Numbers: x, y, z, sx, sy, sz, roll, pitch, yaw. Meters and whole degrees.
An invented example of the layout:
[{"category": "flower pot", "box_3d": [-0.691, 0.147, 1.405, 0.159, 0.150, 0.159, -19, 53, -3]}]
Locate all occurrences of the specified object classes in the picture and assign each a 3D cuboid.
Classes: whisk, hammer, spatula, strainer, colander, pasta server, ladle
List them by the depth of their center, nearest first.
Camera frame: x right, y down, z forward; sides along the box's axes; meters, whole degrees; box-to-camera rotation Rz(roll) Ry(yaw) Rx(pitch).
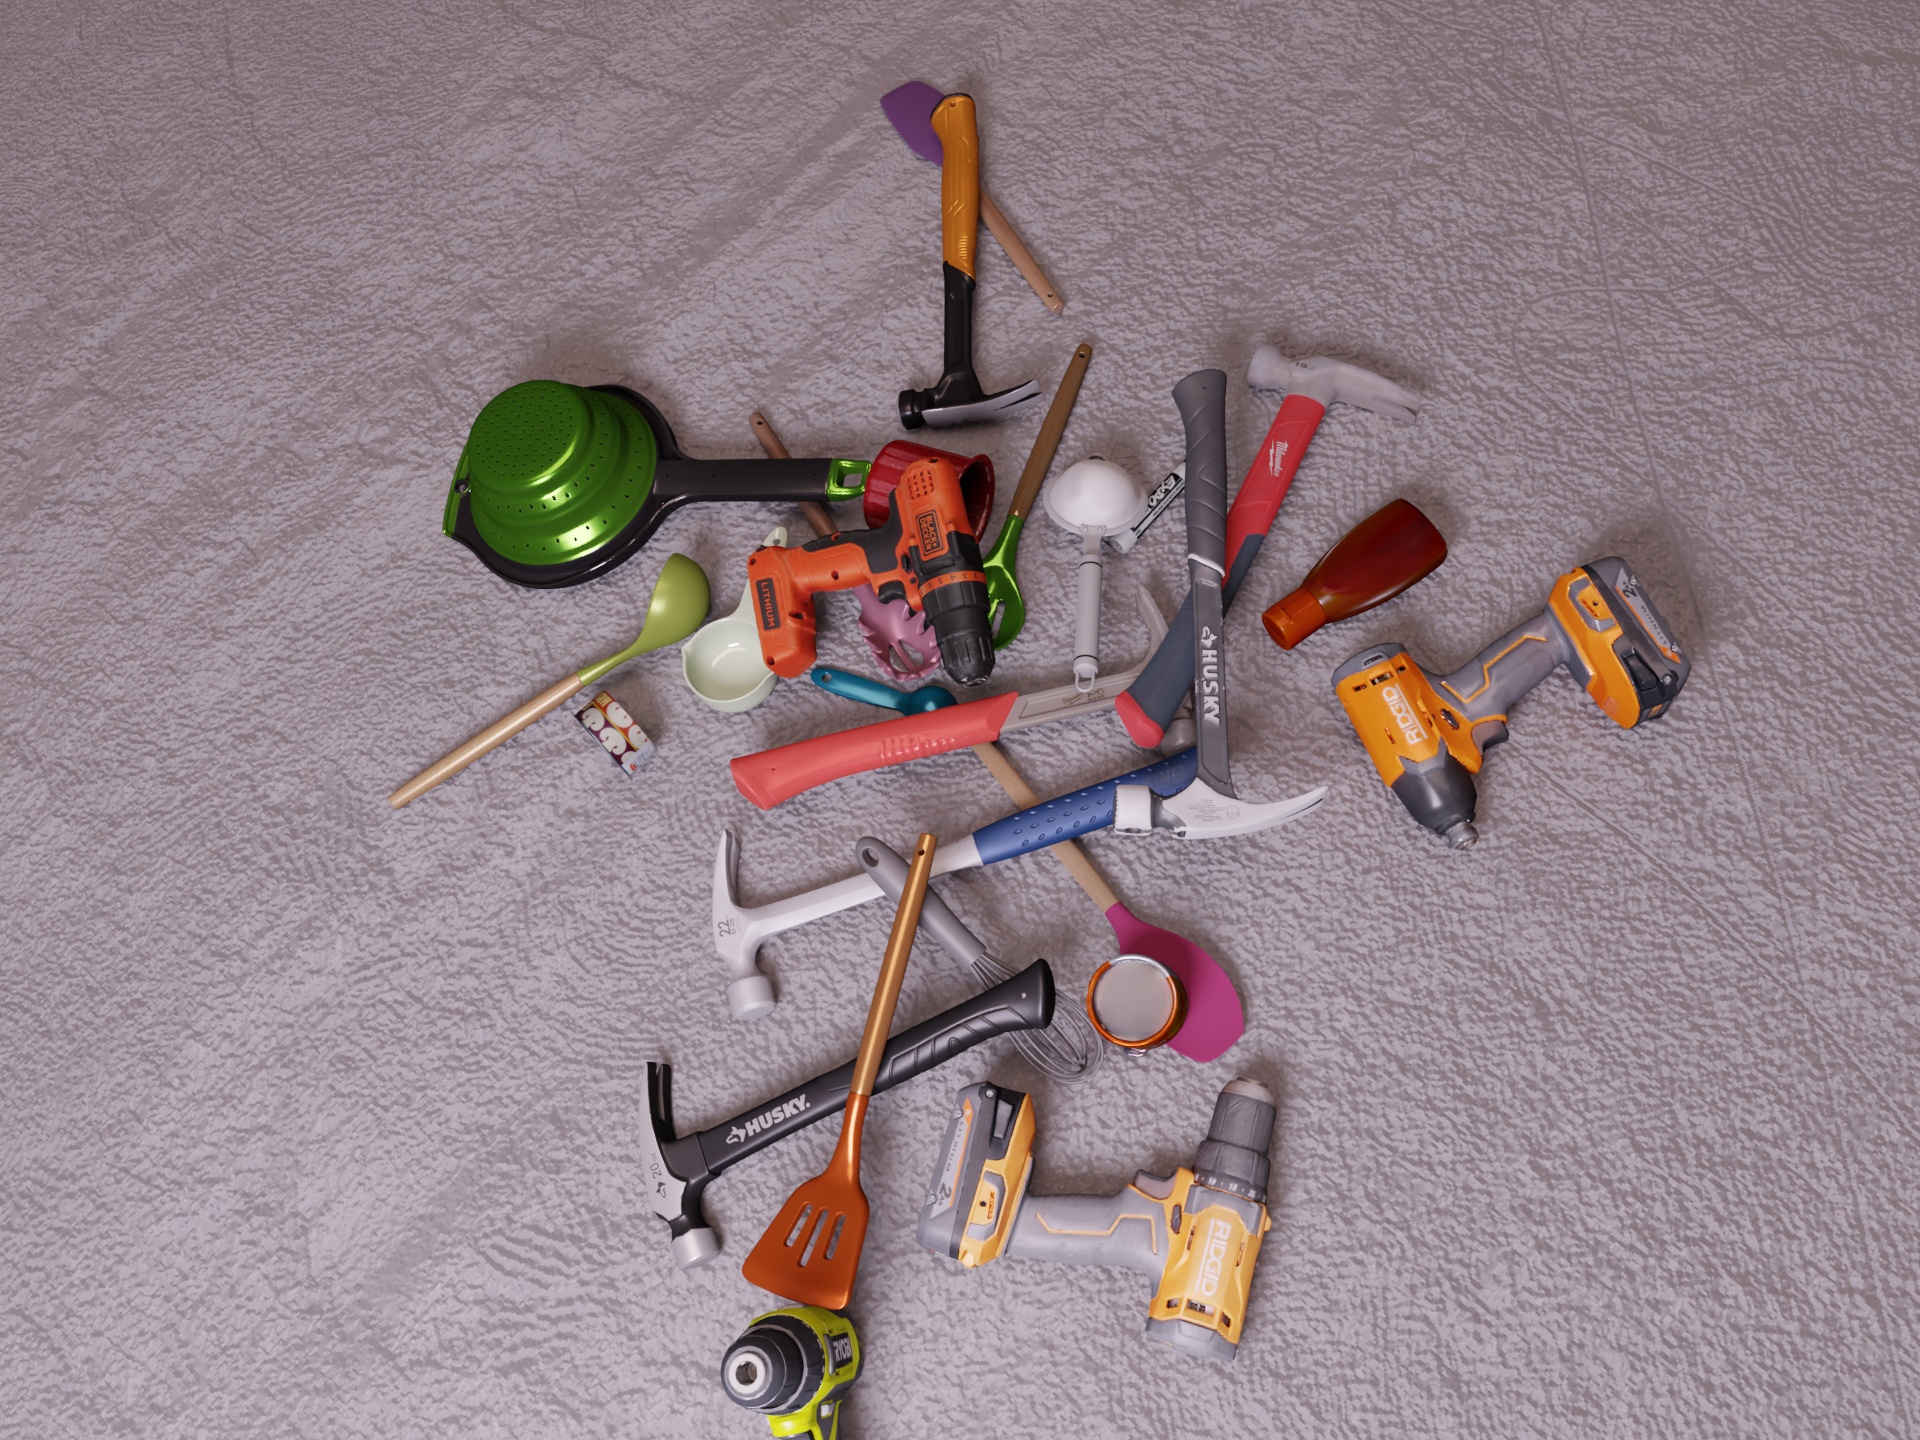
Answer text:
[{"category": "spatula", "box_3d": [-0.065, 0.231, 1.091, 0.081, 0.041, 0.323, 10, 78, 23]}, {"category": "hammer", "box_3d": [-0.082, 0.254, 1.131, 0.335, 0.035, 0.146, -28, 67, 10]}, {"category": "whisk", "box_3d": [0.012, 0.170, 1.151, 0.239, 0.055, 0.055, 44, 80, 4]}, {"category": "hammer", "box_3d": [0.191, -0.100, 1.200, 0.149, 0.036, 0.409, 2, 62, 3]}, {"category": "hammer", "box_3d": [0.001, 0.095, 1.205, 0.405, 0.035, 0.144, -19, 67, 5]}, {"category": "hammer", "box_3d": [-0.002, -0.004, 1.239, 0.359, 0.036, 0.149, -13, 65, -5]}, {"category": "hammer", "box_3d": [0.234, -0.137, 1.257, 0.143, 0.038, 0.386, 22, 66, 15]}, {"category": "strainer", "box_3d": [0.106, -0.131, 1.265, 0.087, 0.050, 0.259, 3, 58, 3]}, {"category": "ladle", "box_3d": [-0.342, -0.030, 1.315, 0.320, 0.078, 0.062, -33, 87, 0]}, {"category": "pasta server", "box_3d": [-0.105, -0.151, 1.338, 0.060, 0.040, 0.316, -25, 65, -15]}, {"category": "colander", "box_3d": [-0.274, -0.221, 1.342, 0.397, 0.094, 0.205, 2, 67, 15]}, {"category": "hammer", "box_3d": [0.006, -0.418, 1.416, 0.127, 0.034, 0.337, -7, 69, 16]}, {"category": "spatula", "box_3d": [0.015, -0.488, 1.469, 0.060, 0.018, 0.316, -29, 66, -3]}]

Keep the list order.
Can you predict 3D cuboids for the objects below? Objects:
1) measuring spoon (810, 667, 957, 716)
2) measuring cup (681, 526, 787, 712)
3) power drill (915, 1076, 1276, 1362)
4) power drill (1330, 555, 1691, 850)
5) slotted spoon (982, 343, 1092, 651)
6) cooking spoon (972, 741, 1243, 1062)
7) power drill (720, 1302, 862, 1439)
[{"category": "measuring spoon", "box_3d": [-0.064, -0.023, 1.286, 0.128, 0.021, 0.042, 17, 71, 13]}, {"category": "measuring cup", "box_3d": [-0.173, -0.083, 1.321, 0.083, 0.038, 0.168, 13, 68, 13]}, {"category": "power drill", "box_3d": [0.101, 0.314, 1.093, 0.226, 0.084, 0.185, 15, 71, 9]}, {"category": "power drill", "box_3d": [0.413, -0.010, 1.181, 0.226, 0.084, 0.164, -24, 67, 3]}, {"category": "slotted spoon", "box_3d": [0.057, -0.189, 1.335, 0.070, 0.031, 0.314, 21, 69, 1]}, {"category": "cooking spoon", "box_3d": [0.100, 0.122, 1.204, 0.069, 0.017, 0.319, -40, 68, 3]}, {"category": "power drill", "box_3d": [-0.096, 0.485, 0.994, 0.080, 0.190, 0.229, -13, 71, 5]}]
